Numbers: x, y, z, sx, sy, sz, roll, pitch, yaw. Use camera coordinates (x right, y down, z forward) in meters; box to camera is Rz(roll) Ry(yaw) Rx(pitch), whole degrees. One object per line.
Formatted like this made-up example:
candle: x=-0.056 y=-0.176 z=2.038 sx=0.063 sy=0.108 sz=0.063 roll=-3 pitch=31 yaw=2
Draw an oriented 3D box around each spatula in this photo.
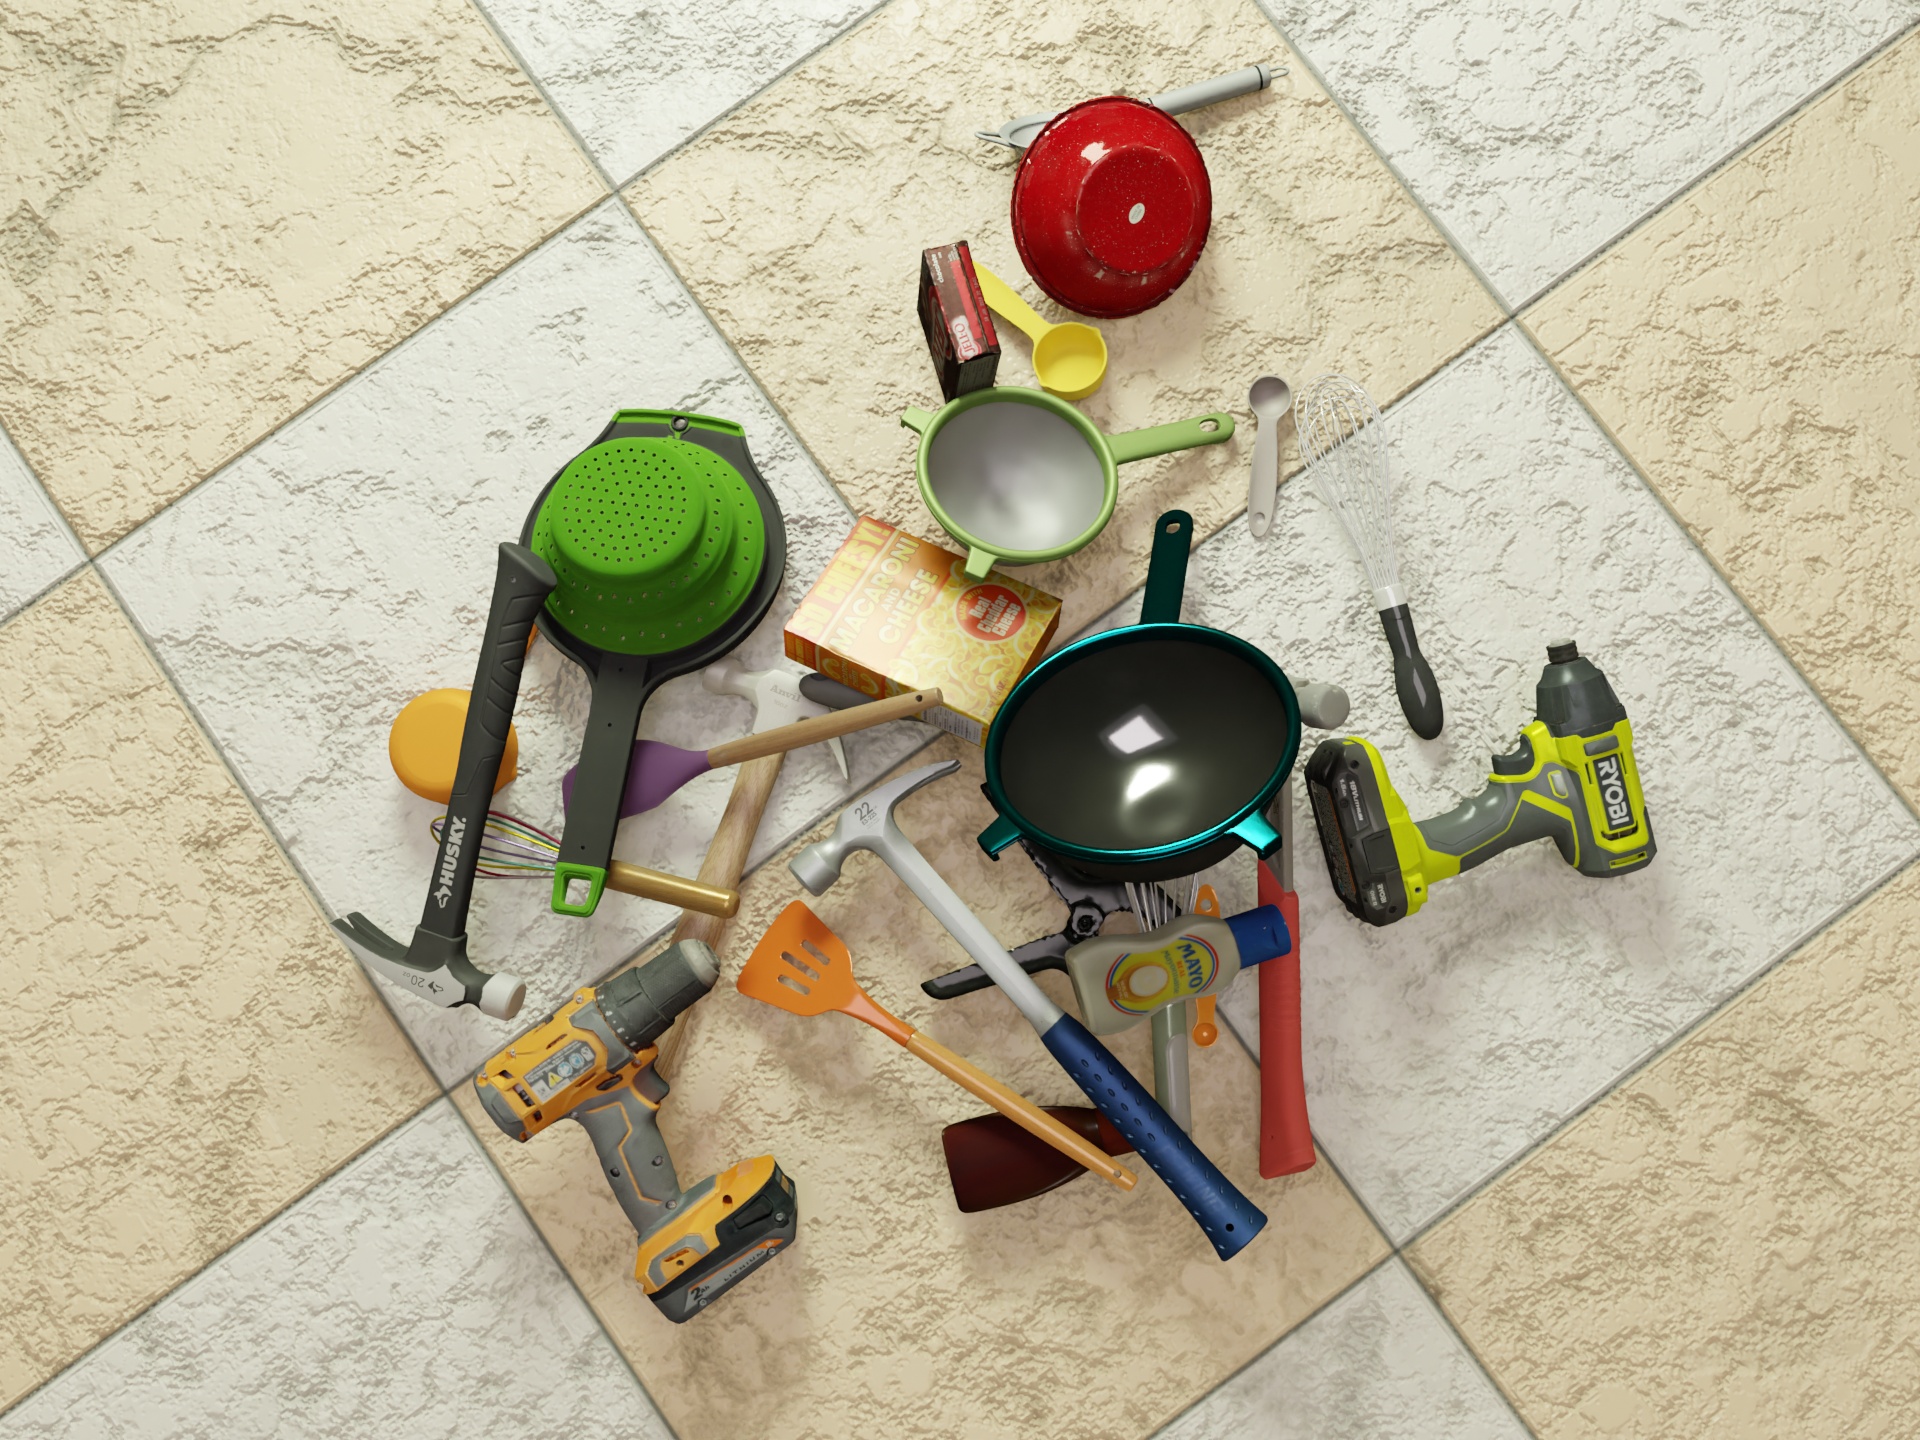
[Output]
spatula: x=-0.015 y=0.241 z=1.139 sx=0.323 sy=0.041 sz=0.081 roll=31 pitch=78 yaw=10
spatula: x=-0.158 y=0.019 z=1.150 sx=0.316 sy=0.018 sz=0.060 roll=-15 pitch=73 yaw=20

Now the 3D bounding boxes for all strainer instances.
strainer: x=0.137 y=-0.468 z=1.234 sx=0.258 sy=0.050 sz=0.087 roll=-19 pitch=40 yaw=-6
strainer: x=0.086 y=-0.183 z=1.199 sx=0.256 sy=0.069 sz=0.152 roll=-16 pitch=69 yaw=-18
strainer: x=0.140 y=-0.009 z=1.121 sx=0.211 sy=0.095 sz=0.341 roll=-2 pitch=45 yaw=18

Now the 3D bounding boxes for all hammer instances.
hammer: x=0.062 y=0.201 z=1.114 sx=0.144 sy=0.035 sz=0.406 roll=-43 pitch=78 yaw=-2
hammer: x=-0.348 y=0.038 z=1.125 sx=0.146 sy=0.035 sz=0.334 roll=17 pitch=101 yaw=9
hammer: x=-0.179 y=0.123 z=1.179 sx=0.130 sy=0.031 sz=0.331 roll=19 pitch=85 yaw=4
hammer: x=0.222 y=0.147 z=1.139 sx=0.036 sy=0.149 sz=0.359 roll=-4 pitch=95 yaw=-25

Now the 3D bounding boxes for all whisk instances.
whisk: x=-0.277 y=0.108 z=1.166 sx=0.245 sy=0.051 sz=0.047 roll=13 pitch=107 yaw=11
whisk: x=-0.002 y=-0.002 z=1.171 sx=0.239 sy=0.055 sz=0.055 roll=11 pitch=84 yaw=-1
whisk: x=0.147 y=0.189 z=1.124 sx=0.057 sy=0.059 sz=0.246 roll=-4 pitch=92 yaw=-30
whisk: x=0.309 y=-0.122 z=1.184 sx=0.070 sy=0.070 sz=0.284 roll=-16 pitch=87 yaw=0

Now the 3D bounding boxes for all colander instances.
colander: x=-0.246 y=-0.061 z=1.138 sx=0.204 sy=0.094 sz=0.397 roll=7 pitch=74 yaw=4

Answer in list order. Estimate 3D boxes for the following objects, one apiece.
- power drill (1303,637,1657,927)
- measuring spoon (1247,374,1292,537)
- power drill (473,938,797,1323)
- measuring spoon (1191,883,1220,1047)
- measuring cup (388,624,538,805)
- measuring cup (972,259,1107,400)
power drill: x=0.371 y=0.047 z=1.140 sx=0.223 sy=0.080 sz=0.171 roll=-16 pitch=96 yaw=-2
measuring spoon: x=0.232 y=-0.201 z=1.216 sx=0.034 sy=0.018 sz=0.124 roll=5 pitch=90 yaw=2
power drill: x=-0.202 y=0.281 z=1.118 sx=0.185 sy=0.084 sz=0.226 roll=-36 pitch=96 yaw=-2
measuring spoon: x=0.176 y=0.176 z=1.144 sx=0.021 sy=0.011 sz=0.117 roll=1 pitch=88 yaw=-5
measuring cup: x=-0.362 y=-0.018 z=1.189 sx=0.095 sy=0.052 sz=0.173 roll=27 pitch=87 yaw=4
measuring cup: x=0.051 y=-0.305 z=1.230 sx=0.062 sy=0.029 sz=0.157 roll=-44 pitch=72 yaw=-3
